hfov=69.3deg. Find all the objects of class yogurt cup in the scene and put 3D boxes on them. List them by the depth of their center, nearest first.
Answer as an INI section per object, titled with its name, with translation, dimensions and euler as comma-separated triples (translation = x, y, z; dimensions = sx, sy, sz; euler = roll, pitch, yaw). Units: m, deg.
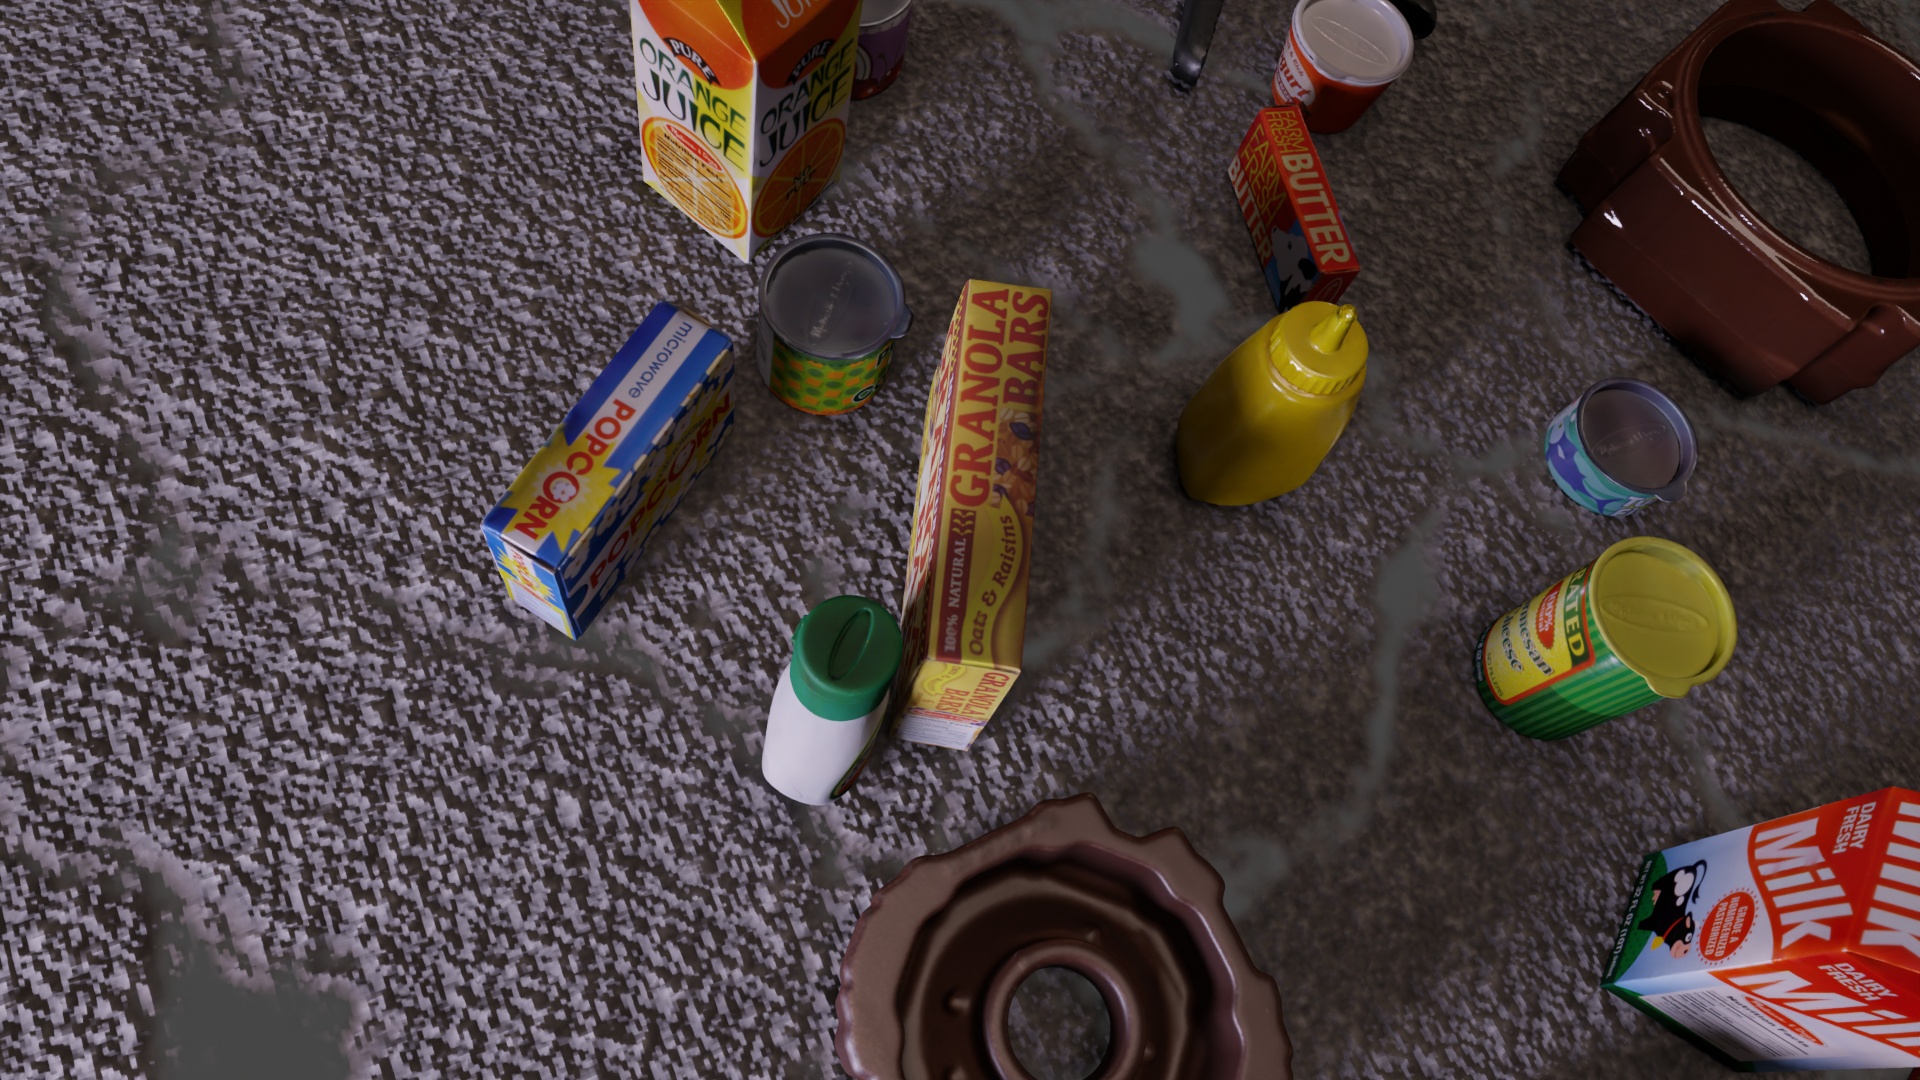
[yogurt cup]
translation = 0.207, -0.263, 0.767
dimensions = 0.072, 0.053, 0.072
euler = 4, 67, -9

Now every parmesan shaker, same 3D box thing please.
[parmesan shaker]
translation = 0.285, 0.050, 0.624
dimensions = 0.071, 0.102, 0.071
euler = 4, 68, -9

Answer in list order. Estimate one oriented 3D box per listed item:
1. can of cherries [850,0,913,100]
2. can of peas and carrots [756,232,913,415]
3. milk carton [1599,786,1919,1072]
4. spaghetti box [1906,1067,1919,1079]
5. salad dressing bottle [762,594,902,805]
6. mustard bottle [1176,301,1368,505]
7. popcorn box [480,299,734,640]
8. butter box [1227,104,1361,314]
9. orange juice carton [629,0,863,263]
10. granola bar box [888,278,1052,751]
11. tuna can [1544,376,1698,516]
[can of cherries]
translation = -0.060, -0.271, 0.720
dimensions = 0.071, 0.058, 0.072
euler = 4, 67, -9
[can of peas and carrots]
translation = -0.059, -0.099, 0.649
dimensions = 0.071, 0.058, 0.071
euler = 4, 67, -9
[milk carton]
translation = 0.347, 0.155, 0.544
dimensions = 0.073, 0.189, 0.072
euler = 33, 67, 4
[spaghetti box]
translation = 0.486, 0.193, 0.630
dimensions = 0.029, 0.050, 0.251
euler = 41, 67, 7
[salad dressing bottle]
translation = -0.049, 0.062, 0.536
dimensions = 0.044, 0.147, 0.064
euler = 26, 66, 1
[mustard bottle]
translation = 0.144, -0.065, 0.615
dimensions = 0.065, 0.159, 0.049
euler = -1, 69, -10
[popcorn box]
translation = -0.145, -0.029, 0.591
dimensions = 0.038, 0.085, 0.127
euler = 30, 66, 3
[butter box]
translation = 0.172, -0.169, 0.722
dimensions = 0.024, 0.053, 0.104
euler = -9, 70, -13
[orange juice carton]
translation = -0.096, -0.216, 0.618
dimensions = 0.073, 0.192, 0.072
euler = 39, 67, 7
[granola bar box]
translation = 0.002, -0.007, 0.586
dimensions = 0.039, 0.123, 0.166
euler = 9, 67, -6
[tuna can]
translation = 0.339, -0.045, 0.711
dimensions = 0.071, 0.032, 0.071
euler = 4, 67, -9
